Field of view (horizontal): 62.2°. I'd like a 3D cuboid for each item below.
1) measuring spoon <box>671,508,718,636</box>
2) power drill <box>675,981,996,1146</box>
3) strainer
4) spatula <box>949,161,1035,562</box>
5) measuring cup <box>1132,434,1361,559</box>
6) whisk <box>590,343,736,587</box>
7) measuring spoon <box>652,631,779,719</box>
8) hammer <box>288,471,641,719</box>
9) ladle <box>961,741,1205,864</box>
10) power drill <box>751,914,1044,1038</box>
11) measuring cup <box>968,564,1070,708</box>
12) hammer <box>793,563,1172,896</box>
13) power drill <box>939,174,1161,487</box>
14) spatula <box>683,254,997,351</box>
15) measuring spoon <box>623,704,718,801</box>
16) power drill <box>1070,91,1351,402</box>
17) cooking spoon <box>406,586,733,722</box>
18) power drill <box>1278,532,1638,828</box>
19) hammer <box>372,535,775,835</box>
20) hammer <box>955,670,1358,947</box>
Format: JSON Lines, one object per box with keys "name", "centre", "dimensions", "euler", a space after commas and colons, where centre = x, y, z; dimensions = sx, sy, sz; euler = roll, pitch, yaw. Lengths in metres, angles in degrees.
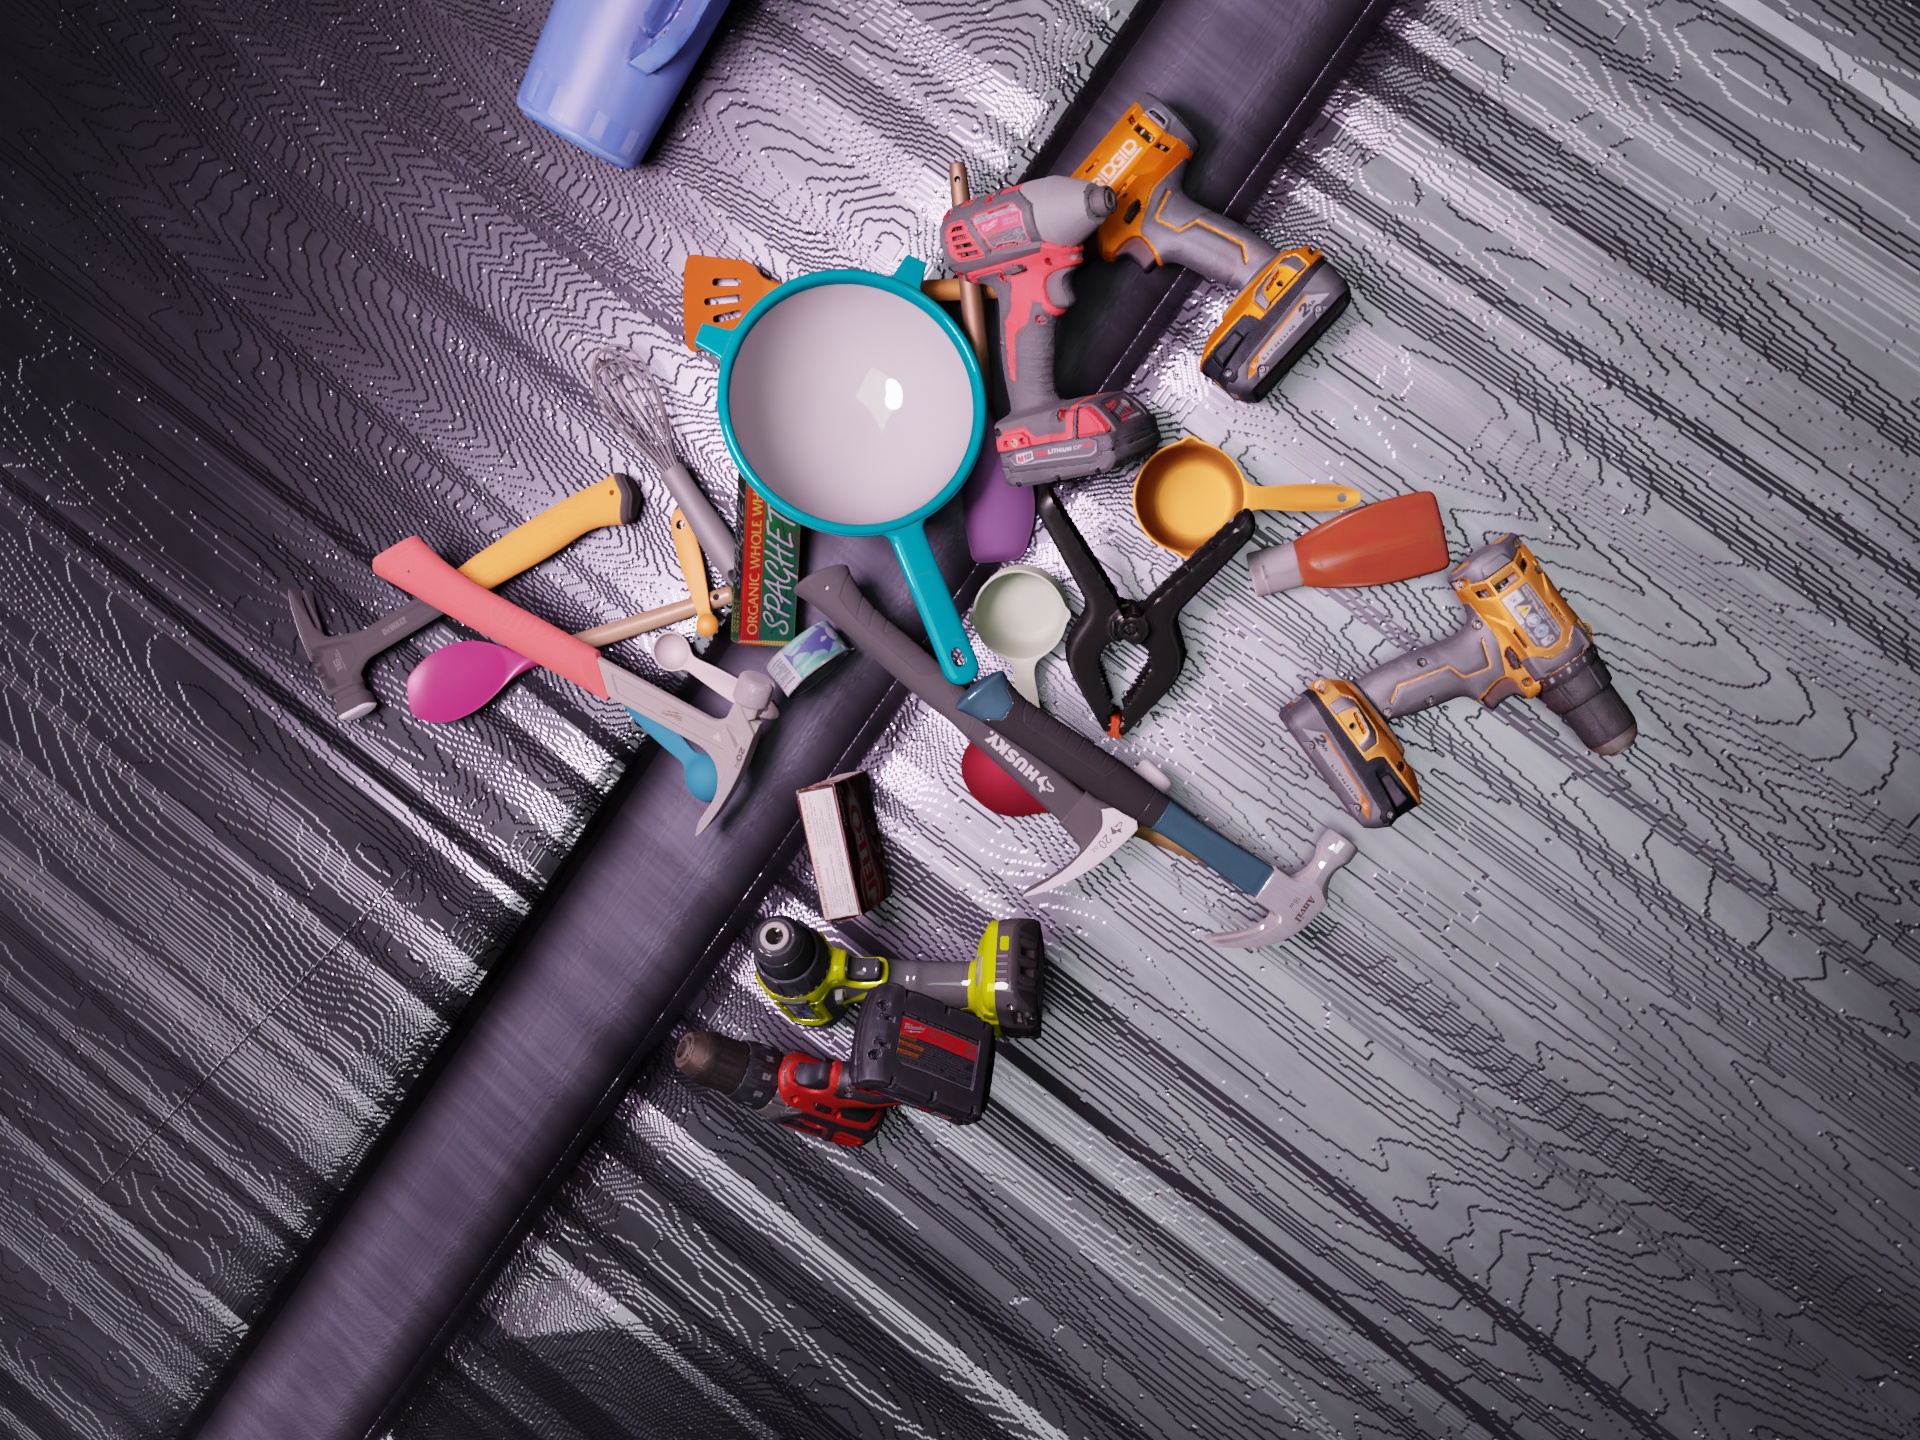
{"name": "measuring spoon", "centre": [-0.228, -0.127, 1.348], "dimensions": [0.021, 0.011, 0.117], "euler": [-18, 78, 10]}
{"name": "power drill", "centre": [-0.101, 0.274, 1.254], "dimensions": [0.187, 0.080, 0.226], "euler": [27, 145, -27]}
{"name": "strainer", "centre": [-0.067, -0.184, 1.271], "dimensions": [0.211, 0.095, 0.340], "euler": [-23, 91, -13]}
{"name": "spatula", "centre": [0.017, -0.285, 1.280], "dimensions": [0.060, 0.018, 0.316], "euler": [-6, 101, 8]}
{"name": "measuring cup", "centre": [0.223, -0.173, 1.246], "dimensions": [0.173, 0.052, 0.095], "euler": [1, 95, 9]}
{"name": "whisk", "centre": [-0.240, -0.211, 1.341], "dimensions": [0.055, 0.055, 0.239], "euler": [-31, 92, 12]}
{"name": "measuring spoon", "centre": [-0.208, -0.037, 1.365], "dimensions": [0.124, 0.018, 0.034], "euler": [32, 104, 0]}
{"name": "hammer", "centre": [-0.429, -0.130, 1.387], "dimensions": [0.337, 0.034, 0.127], "euler": [-27, 85, 11]}
{"name": "ladle", "centre": [0.145, 0.088, 1.296], "dimensions": [0.315, 0.031, 0.069], "euler": [21, 110, 7]}
{"name": "power drill", "centre": [-0.051, 0.200, 1.267], "dimensions": [0.228, 0.190, 0.080], "euler": [1, 67, 6]}
{"name": "measuring cup", "centre": [0.055, -0.047, 1.304], "dimensions": [0.083, 0.038, 0.167], "euler": [-2, 111, 12]}
{"name": "hammer", "centre": [-0.002, -0.004, 1.278], "dimensions": [0.335, 0.035, 0.146], "euler": [41, 94, 4]}
{"name": "power drill", "centre": [0.073, -0.298, 1.211], "dimensions": [0.143, 0.078, 0.219], "euler": [-4, 107, 38]}
{"name": "spatula", "centre": [-0.078, -0.350, 1.307], "dimensions": [0.322, 0.041, 0.081], "euler": [0, 95, 7]}
{"name": "measuring spoon", "centre": [-0.250, 0.020, 1.371], "dimensions": [0.128, 0.021, 0.042], "euler": [44, 101, 3]}
{"name": "power drill", "centre": [0.169, -0.350, 1.229], "dimensions": [0.226, 0.084, 0.164], "euler": [45, 102, 9]}
{"name": "cooking spoon", "centre": [-0.342, -0.064, 1.385], "dimensions": [0.319, 0.017, 0.069], "euler": [-16, 76, 12]}
{"name": "power drill", "centre": [0.383, -0.006, 1.216], "dimensions": [0.226, 0.084, 0.185], "euler": [-37, 89, 8]}
{"name": "hammer", "centre": [-0.336, -0.047, 1.340], "dimensions": [0.359, 0.037, 0.149], "euler": [28, 110, 5]}
{"name": "hammer", "centre": [0.143, 0.063, 1.232], "dimensions": [0.331, 0.033, 0.128], "euler": [33, 92, -9]}
